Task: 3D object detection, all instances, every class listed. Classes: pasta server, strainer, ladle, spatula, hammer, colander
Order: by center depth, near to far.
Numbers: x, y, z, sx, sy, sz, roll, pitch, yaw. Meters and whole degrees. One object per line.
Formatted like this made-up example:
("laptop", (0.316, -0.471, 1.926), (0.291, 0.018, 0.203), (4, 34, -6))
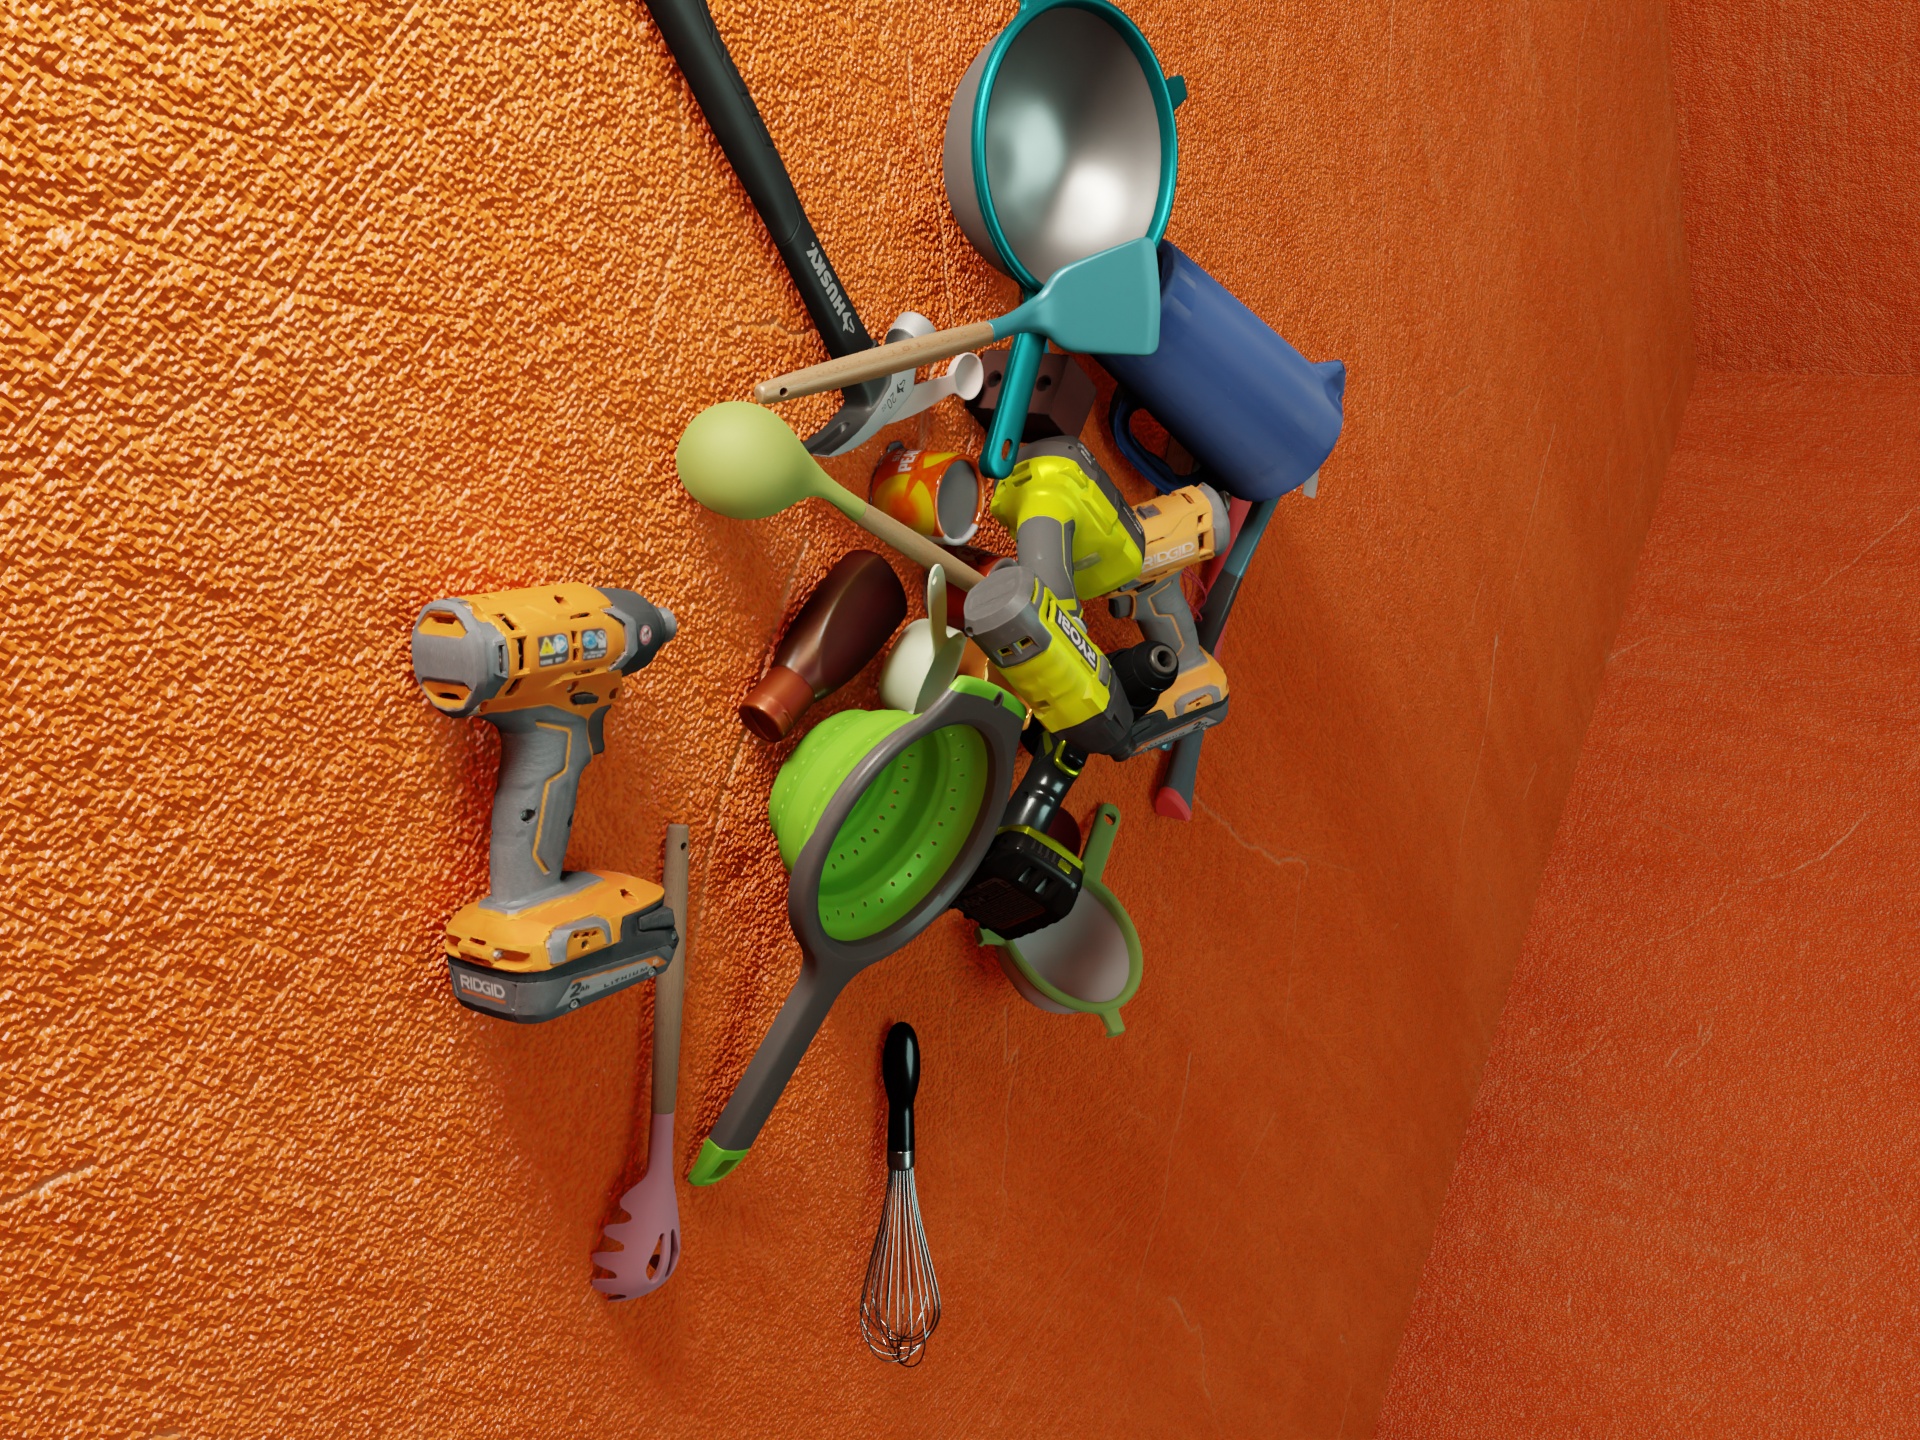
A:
("hammer", (-0.114, -0.312, 0.977), (0.146, 0.035, 0.334), (-60, 142, -27))
("pasta server", (-0.196, 0.223, 1.023), (0.060, 0.040, 0.316), (-2, 97, -56))
("spatula", (0.005, -0.250, 1.046), (0.317, 0.044, 0.082), (-24, 122, -33))
("ladle", (-0.063, -0.125, 1.060), (0.319, 0.062, 0.078), (26, 48, -52))
("colander", (-0.104, 0.130, 1.092), (0.397, 0.095, 0.204), (-60, 150, 4))
("strainer", (0.041, -0.343, 1.148), (0.210, 0.095, 0.340), (12, 93, -46))
("ladle", (-0.007, 0.142, 1.274), (0.315, 0.031, 0.069), (-27, 78, -46))
("strainer", (0.092, 0.167, 1.406), (0.069, 0.151, 0.256), (-49, -172, 37))
("hammer", (0.249, -0.126, 1.491), (0.033, 0.128, 0.331), (19, 104, -15))
("hammer", (0.260, -0.089, 1.604), (0.143, 0.038, 0.386), (14, 88, -58))

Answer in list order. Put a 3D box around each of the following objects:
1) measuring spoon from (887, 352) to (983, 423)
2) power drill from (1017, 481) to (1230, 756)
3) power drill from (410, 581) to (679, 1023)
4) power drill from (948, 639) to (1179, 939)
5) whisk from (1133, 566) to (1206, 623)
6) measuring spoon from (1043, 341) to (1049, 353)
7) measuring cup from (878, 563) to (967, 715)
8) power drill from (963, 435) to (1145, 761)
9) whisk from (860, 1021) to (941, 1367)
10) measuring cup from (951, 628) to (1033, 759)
("measuring spoon", (-0.029, -0.238, 1.152), (0.124, 0.018, 0.034), (-32, 125, -40))
("power drill", (0.140, -0.078, 1.354), (0.185, 0.084, 0.226), (-20, 131, -11))
("power drill", (-0.216, 0.036, 0.887), (0.164, 0.084, 0.226), (-17, 110, -54))
("power drill", (0.080, 0.045, 1.236), (0.080, 0.190, 0.229), (34, 61, -12))
("whisk", (0.134, -0.151, 1.382), (0.295, 0.073, 0.073), (35, 70, -49))
("measuring spoon", (0.058, -0.287, 1.266), (0.042, 0.021, 0.128), (-29, 114, -49))
("measuring cup", (-0.030, -0.062, 1.126), (0.083, 0.038, 0.167), (-56, 163, -28))
("power drill", (0.078, -0.087, 1.152), (0.171, 0.080, 0.223), (48, 33, -32))
("whisk", (-0.048, 0.378, 1.268), (0.070, 0.070, 0.284), (-9, 102, -55))
("measuring cup", (-0.002, -0.004, 1.223), (0.174, 0.052, 0.095), (-53, 139, -31))
